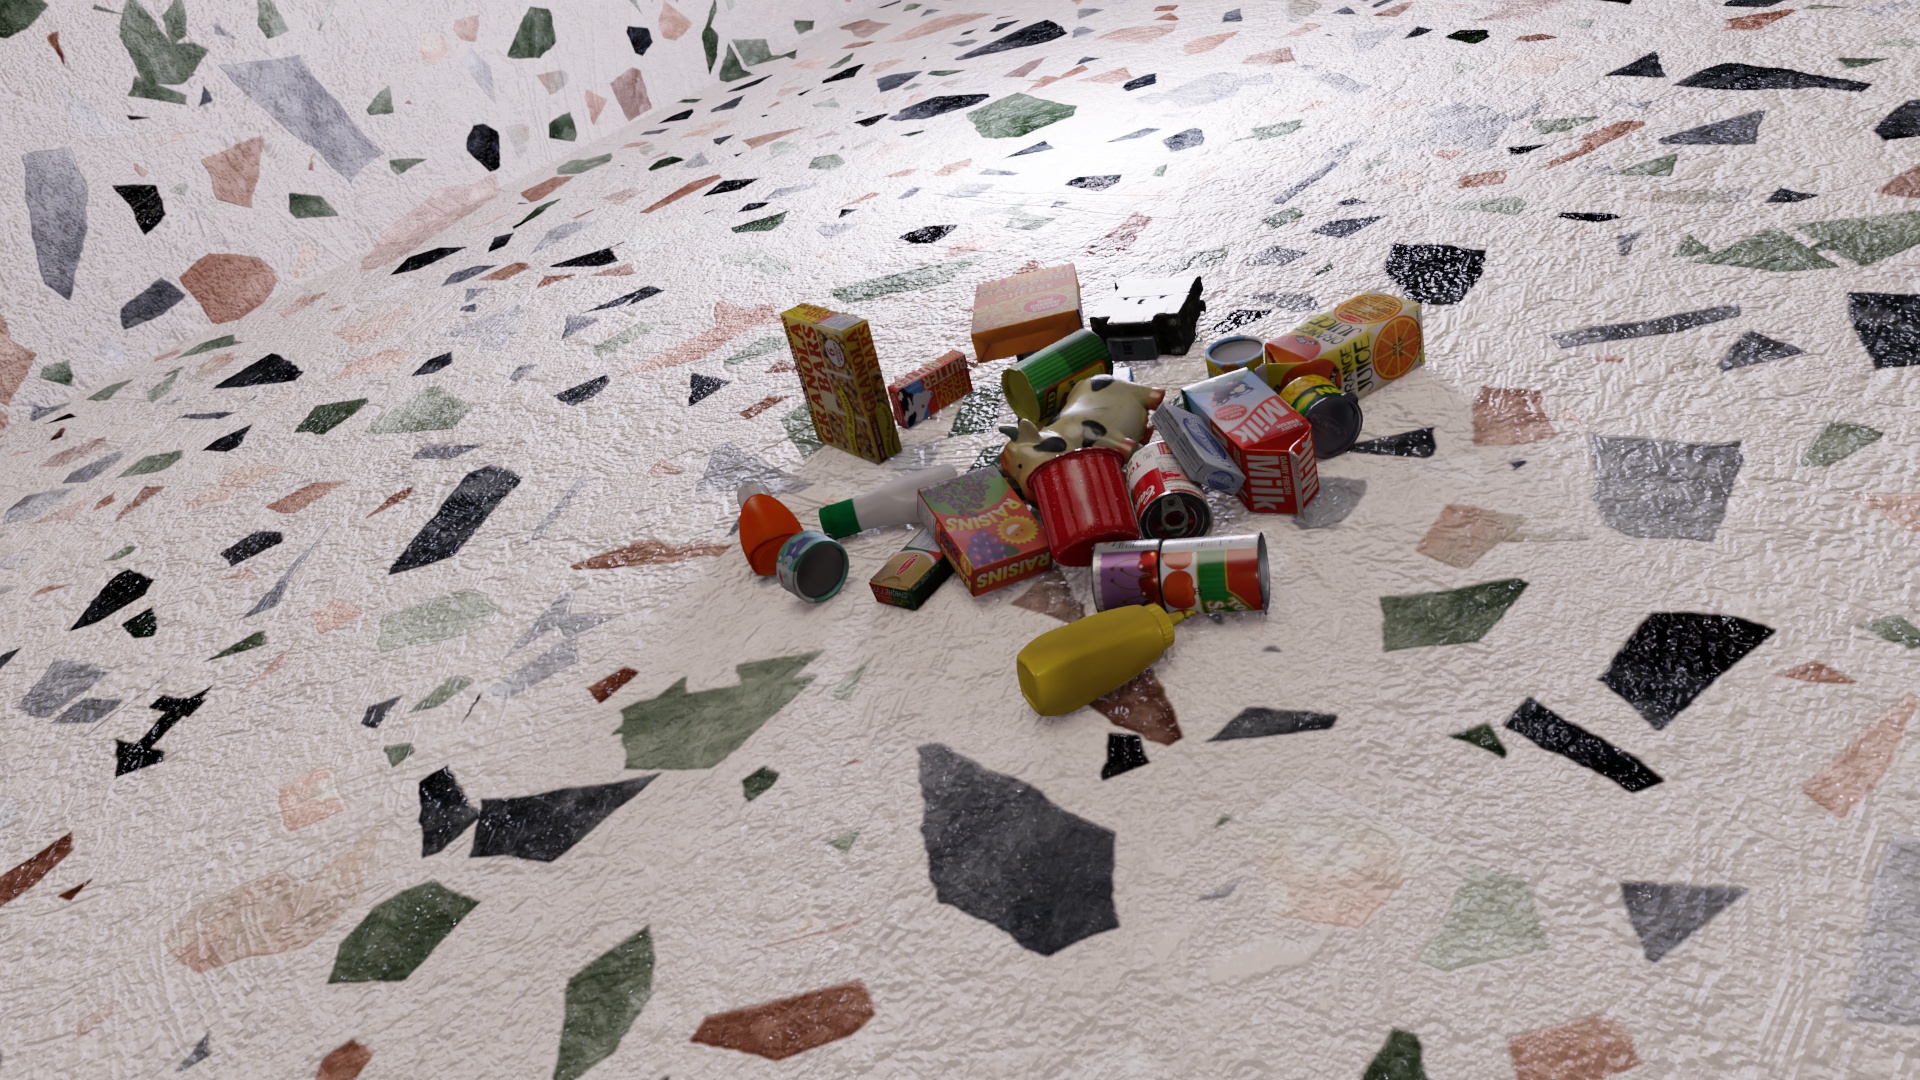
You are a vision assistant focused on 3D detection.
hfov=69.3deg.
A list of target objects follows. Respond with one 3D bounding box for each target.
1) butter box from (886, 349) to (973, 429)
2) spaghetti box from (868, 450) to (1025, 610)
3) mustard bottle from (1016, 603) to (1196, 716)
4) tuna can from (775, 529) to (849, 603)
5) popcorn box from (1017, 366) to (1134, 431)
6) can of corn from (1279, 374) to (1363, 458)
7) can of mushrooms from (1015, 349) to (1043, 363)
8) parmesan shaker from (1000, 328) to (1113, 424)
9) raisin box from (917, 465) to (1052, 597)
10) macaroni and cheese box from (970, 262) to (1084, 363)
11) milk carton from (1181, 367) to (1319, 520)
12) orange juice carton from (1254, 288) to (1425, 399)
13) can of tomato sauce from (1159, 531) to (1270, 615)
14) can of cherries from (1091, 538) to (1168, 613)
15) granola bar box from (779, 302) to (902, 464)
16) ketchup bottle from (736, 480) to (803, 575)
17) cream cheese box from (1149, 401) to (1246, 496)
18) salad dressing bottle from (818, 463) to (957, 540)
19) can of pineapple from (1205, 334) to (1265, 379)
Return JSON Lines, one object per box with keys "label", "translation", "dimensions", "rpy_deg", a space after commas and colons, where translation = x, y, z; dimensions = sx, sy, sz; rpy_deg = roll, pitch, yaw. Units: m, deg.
{"label": "butter box", "translation": [-0.035, -0.177, 1.625], "dimensions": [0.104, 0.053, 0.024], "rpy_deg": [-33, 37, -25]}
{"label": "spaghetti box", "translation": [0.005, -0.017, 1.380], "dimensions": [0.050, 0.028, 0.251], "rpy_deg": [11, 41, 36]}
{"label": "mustard bottle", "translation": [0.124, 0.088, 1.135], "dimensions": [0.161, 0.065, 0.049], "rpy_deg": [-22, 37, -20]}
{"label": "tuna can", "translation": [-0.141, 0.024, 1.346], "dimensions": [0.071, 0.070, 0.033], "rpy_deg": [-33, 37, -26]}
{"label": "popcorn box", "translation": [0.128, -0.145, 1.514], "dimensions": [0.127, 0.038, 0.085], "rpy_deg": [-9, 33, 11]}
{"label": "can of corn", "translation": [0.349, -0.123, 1.352], "dimensions": [0.071, 0.071, 0.058], "rpy_deg": [-19, 31, -5]}
{"label": "can of mushrooms", "translation": [0.095, -0.213, 1.607], "dimensions": [0.033, 0.070, 0.071], "rpy_deg": [-31, 35, -25]}
{"label": "parmesan shaker", "translation": [0.104, -0.175, 1.468], "dimensions": [0.103, 0.071, 0.071], "rpy_deg": [-30, 34, -21]}
{"label": "raisin box", "translation": [0.022, -0.010, 1.314], "dimensions": [0.086, 0.039, 0.124], "rpy_deg": [-18, 46, -20]}
{"label": "macaroni and cheese box", "translation": [0.077, -0.263, 1.595], "dimensions": [0.124, 0.040, 0.167], "rpy_deg": [-12, 27, 9]}
{"label": "milk carton", "translation": [0.284, -0.091, 1.328], "dimensions": [0.073, 0.072, 0.191], "rpy_deg": [-19, 32, -5]}
{"label": "orange juice carton", "translation": [0.381, -0.185, 1.431], "dimensions": [0.193, 0.071, 0.073], "rpy_deg": [-28, 33, -19]}
{"label": "can of tomato sauce", "translation": [0.216, 0.031, 1.178], "dimensions": [0.083, 0.071, 0.071], "rpy_deg": [-5, 33, 19]}
{"label": "can of cherries", "translation": [0.149, 0.035, 1.203], "dimensions": [0.058, 0.071, 0.072], "rpy_deg": [-4, 34, 17]}
{"label": "granola bar box", "translation": [-0.134, -0.178, 1.565], "dimensions": [0.039, 0.164, 0.124], "rpy_deg": [-33, 35, -29]}
{"label": "ketchup bottle", "translation": [-0.205, -0.018, 1.461], "dimensions": [0.065, 0.043, 0.149], "rpy_deg": [-21, 32, -9]}
{"label": "cream cheese box", "translation": [0.220, -0.086, 1.295], "dimensions": [0.053, 0.024, 0.104], "rpy_deg": [17, 30, -31]}
{"label": "salad dressing bottle", "translation": [-0.071, -0.037, 1.433], "dimensions": [0.148, 0.043, 0.064], "rpy_deg": [-16, 32, 2]}
{"label": "can of pineapple", "translation": [0.294, -0.177, 1.472], "dimensions": [0.071, 0.057, 0.071], "rpy_deg": [-12, 32, 8]}
